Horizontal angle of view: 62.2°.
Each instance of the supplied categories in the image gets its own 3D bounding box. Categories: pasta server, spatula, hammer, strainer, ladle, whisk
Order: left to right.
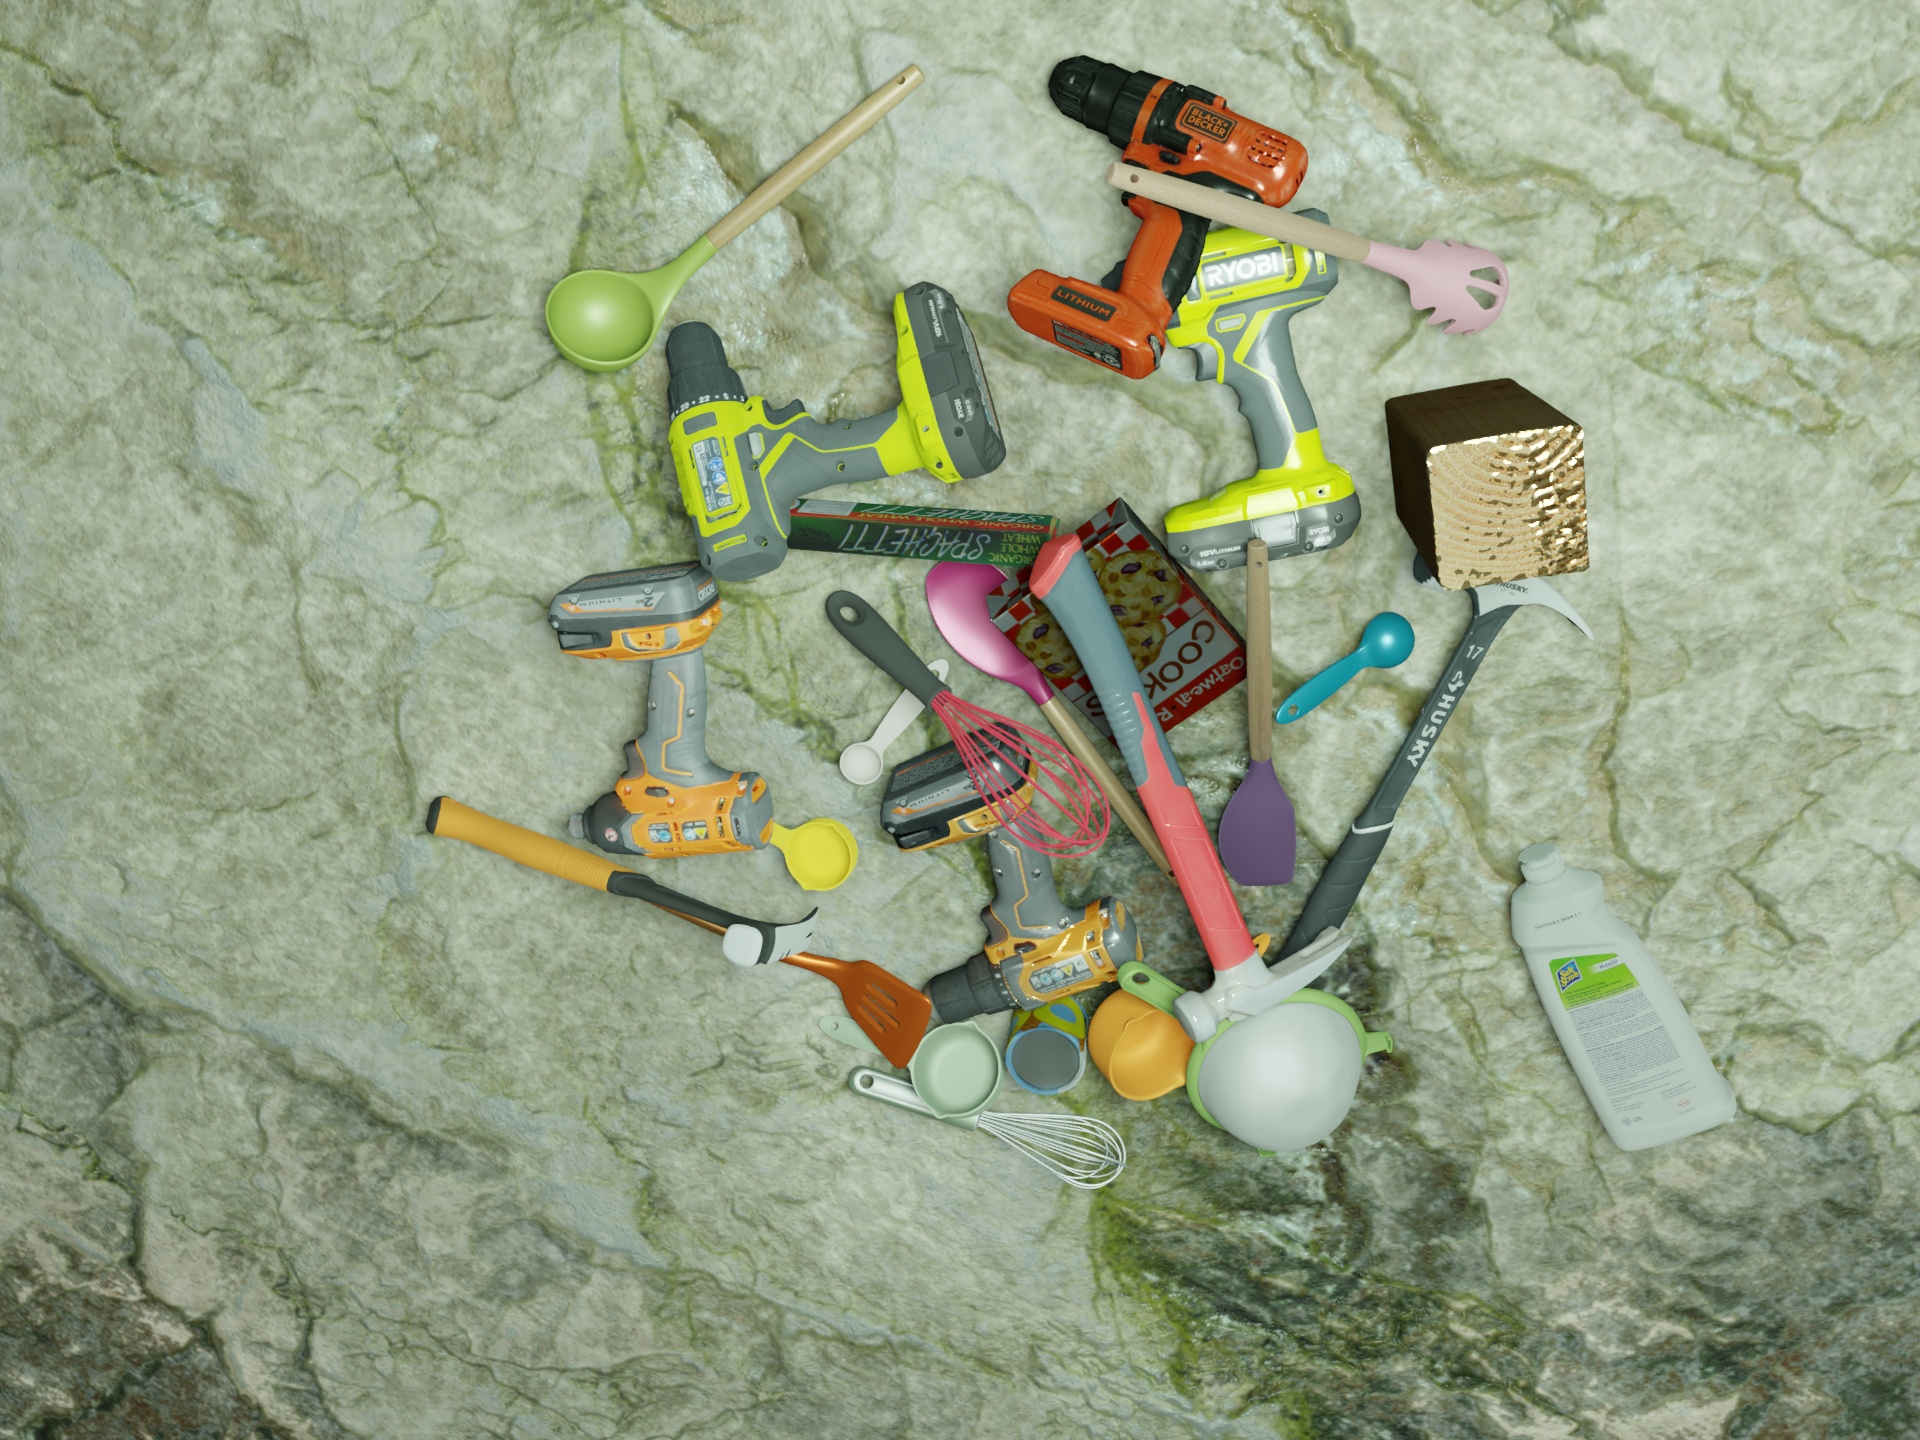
[{"bbox_3d":[-0.279,0.123,1.271,0.337,0.127,0.034,17,95,18],"label":"hammer"},{"bbox_3d":[-0.158,-0.354,1.111,0.320,0.062,0.078,-34,83,15],"label":"ladle"},{"bbox_3d":[-0.174,0.185,1.309,0.322,0.041,0.081,24,120,2],"label":"spatula"},{"bbox_3d":[-0.002,-0.004,1.154,0.296,0.073,0.073,43,113,26],"label":"whisk"},{"bbox_3d":[0.022,0.337,1.341,0.246,0.059,0.058,16,73,6],"label":"whisk"},{"bbox_3d":[0.156,0.039,1.135,0.143,0.038,0.386,-28,107,-11],"label":"hammer"},{"bbox_3d":[0.220,0.263,1.231,0.256,0.069,0.151,34,108,-28],"label":"strainer"},{"bbox_3d":[0.218,0.006,1.167,0.060,0.018,0.315,-3,127,7],"label":"spatula"},{"bbox_3d":[0.230,-0.304,1.011,0.316,0.040,0.060,8,98,-23],"label":"pasta server"},{"bbox_3d":[0.323,0.062,1.195,0.149,0.036,0.408,13,117,-19],"label":"hammer"}]

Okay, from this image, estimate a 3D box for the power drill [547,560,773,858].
[{"bbox_3d":[-0.245,0.001,1.230,0.164,0.084,0.226,-6,107,12],"label":"power drill"}]

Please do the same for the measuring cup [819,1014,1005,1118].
[{"bbox_3d":[-0.040,0.280,1.332,0.168,0.038,0.083,15,74,22],"label":"measuring cup"}]

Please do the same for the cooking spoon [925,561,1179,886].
[{"bbox_3d":[0.081,0.004,1.227,0.069,0.017,0.318,-33,102,18],"label":"cooking spoon"}]

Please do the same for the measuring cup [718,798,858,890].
[{"bbox_3d":[-0.153,0.084,1.289,0.156,0.029,0.062,27,107,10],"label":"measuring cup"}]

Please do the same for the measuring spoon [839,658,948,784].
[{"bbox_3d":[-0.049,-0.001,1.248,0.034,0.018,0.124,38,103,-7],"label":"measuring spoon"}]

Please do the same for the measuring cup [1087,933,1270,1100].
[{"bbox_3d":[0.175,0.224,1.280,0.173,0.052,0.095,-45,124,-4],"label":"measuring cup"}]

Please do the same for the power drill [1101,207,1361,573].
[{"bbox_3d":[0.185,-0.224,1.103,0.171,0.080,0.223,-10,104,11],"label":"power drill"}]

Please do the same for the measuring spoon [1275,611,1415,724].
[{"bbox_3d":[0.282,-0.033,1.153,0.128,0.021,0.042,-35,113,-13],"label":"measuring spoon"}]

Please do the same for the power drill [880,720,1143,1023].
[{"bbox_3d":[0.017,0.133,1.253,0.185,0.084,0.226,-23,109,17],"label":"power drill"}]

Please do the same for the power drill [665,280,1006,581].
[{"bbox_3d":[-0.098,-0.220,1.121,0.228,0.080,0.191,-17,77,11],"label":"power drill"}]
